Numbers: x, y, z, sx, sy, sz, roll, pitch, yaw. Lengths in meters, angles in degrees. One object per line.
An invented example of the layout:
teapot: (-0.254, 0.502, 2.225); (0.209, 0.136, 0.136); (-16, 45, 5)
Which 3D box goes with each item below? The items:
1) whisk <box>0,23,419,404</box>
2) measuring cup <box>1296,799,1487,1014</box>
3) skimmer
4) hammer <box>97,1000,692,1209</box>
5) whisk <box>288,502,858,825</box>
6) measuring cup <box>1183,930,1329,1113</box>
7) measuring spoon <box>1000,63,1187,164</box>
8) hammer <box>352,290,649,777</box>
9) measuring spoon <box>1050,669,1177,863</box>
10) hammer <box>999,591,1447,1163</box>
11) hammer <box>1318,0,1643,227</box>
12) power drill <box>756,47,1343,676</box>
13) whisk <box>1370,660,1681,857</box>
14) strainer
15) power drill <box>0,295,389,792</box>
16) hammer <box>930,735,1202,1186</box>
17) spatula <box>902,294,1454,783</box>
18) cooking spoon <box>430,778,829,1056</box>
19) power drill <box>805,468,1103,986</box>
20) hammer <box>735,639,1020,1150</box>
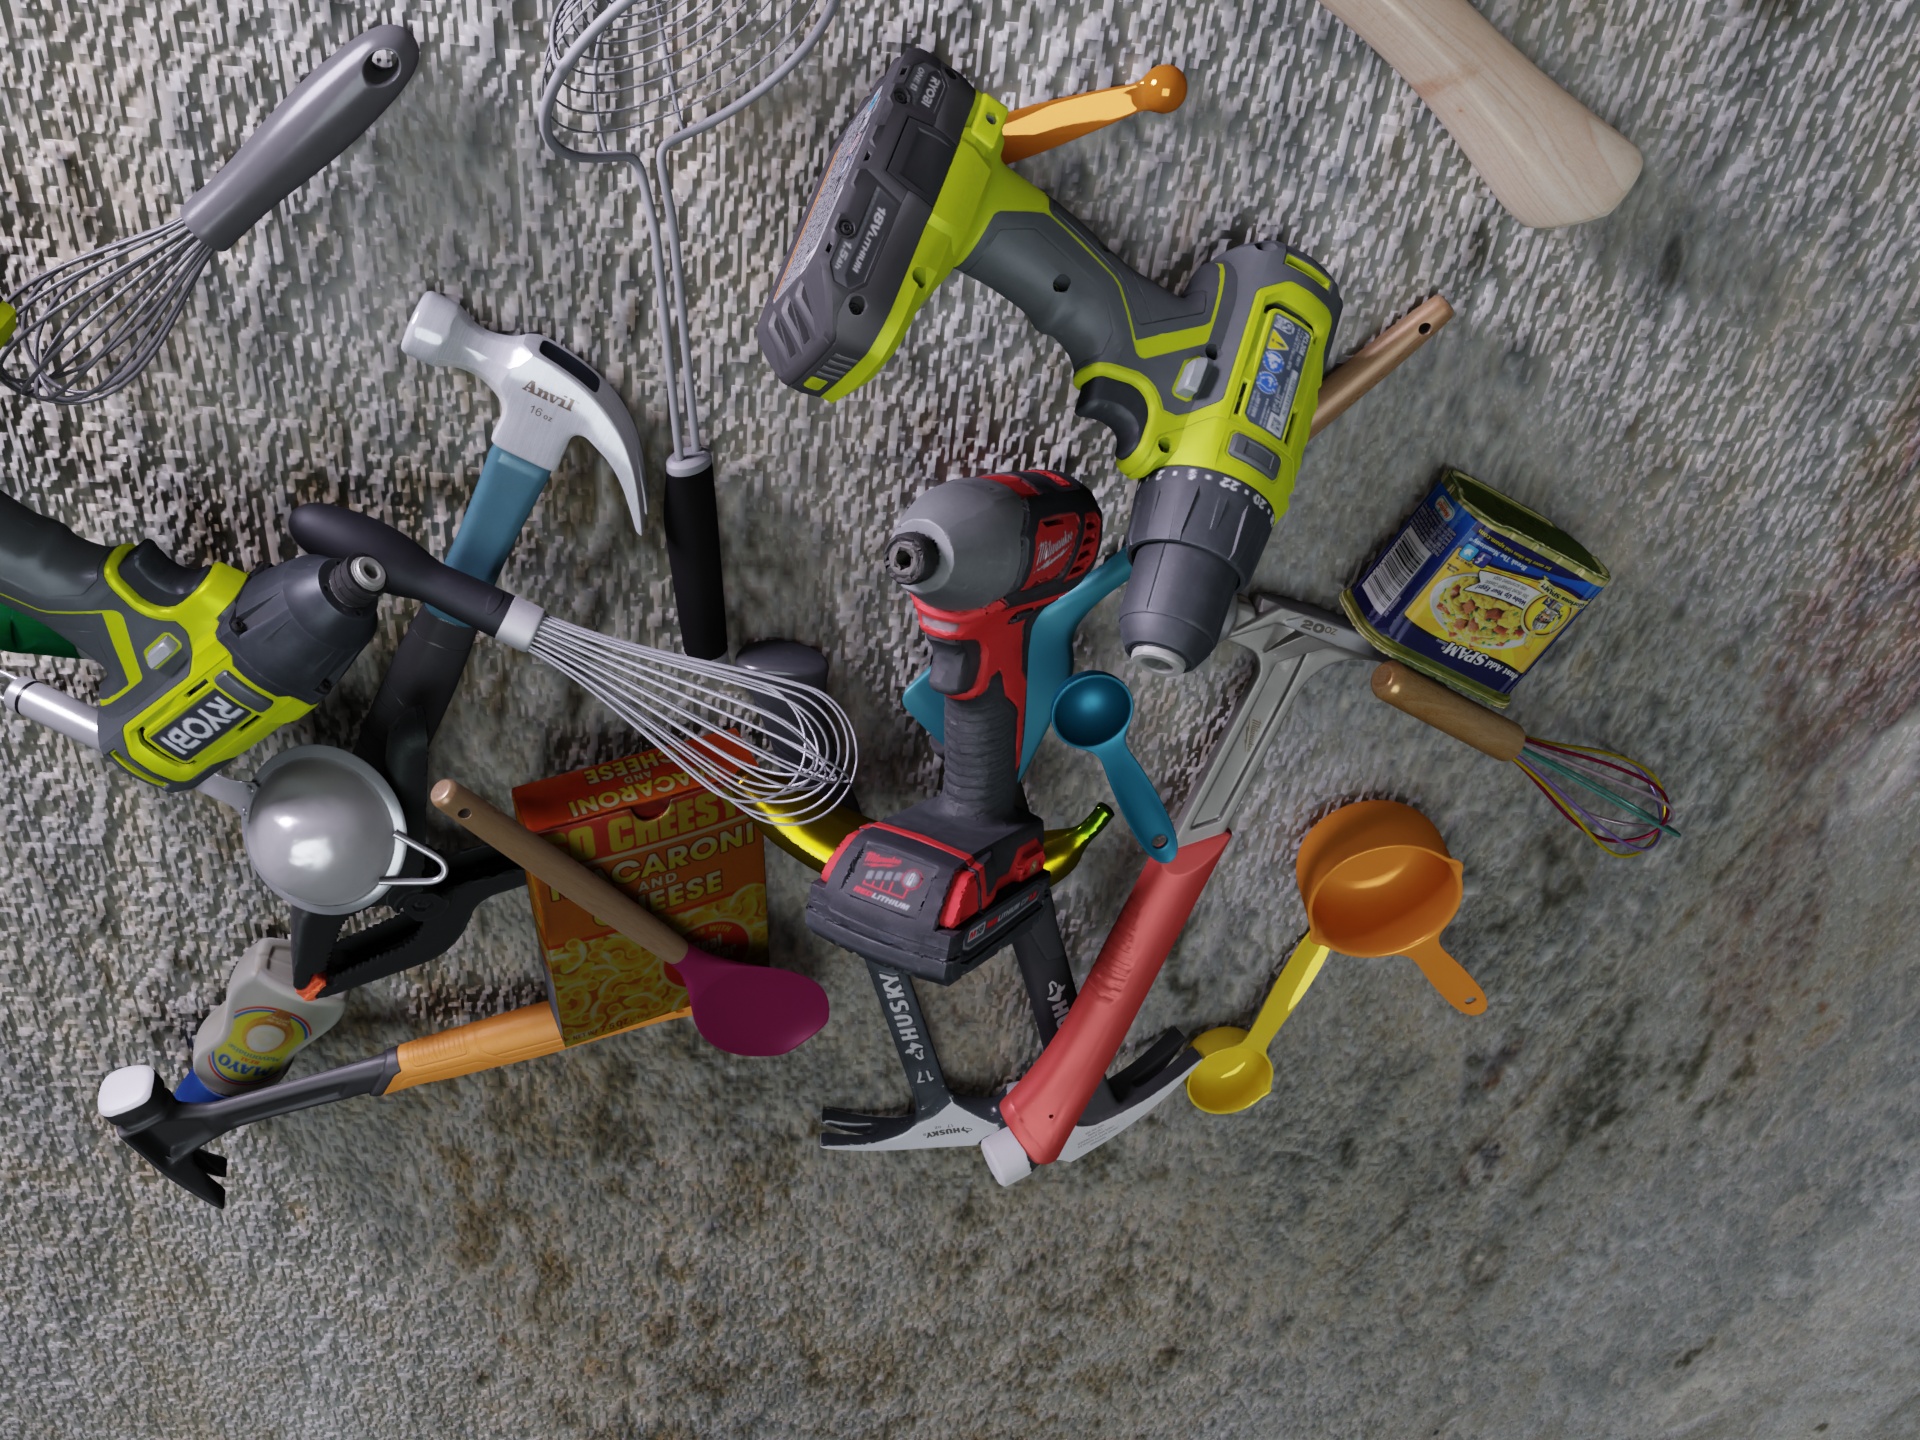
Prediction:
whisk: (-0.311, -0.205, 0.652); (0.239, 0.055, 0.055); (-34, 123, 15)
measuring cup: (0.262, 0.112, 0.934); (0.095, 0.052, 0.173); (-32, 125, 19)
skimmer: (-0.105, -0.151, 0.677); (0.127, 0.090, 0.363); (-30, 140, -32)
hammer: (-0.316, 0.207, 0.947); (0.337, 0.034, 0.127); (-15, 139, -3)
whisk: (-0.176, -0.032, 0.747); (0.284, 0.070, 0.070); (27, 121, -14)
measuring cup: (0.191, 0.182, 1.005); (0.062, 0.029, 0.156); (19, 112, -20)
measuring spoon: (0.038, -0.247, 0.663); (0.117, 0.011, 0.021); (-15, 127, 8)
hammer: (-0.257, -0.044, 0.785); (0.128, 0.033, 0.331); (23, 123, -19)
measuring spoon: (0.081, 0.023, 0.812); (0.042, 0.021, 0.128); (-28, 122, 3)
hammer: (0.121, 0.099, 0.877); (0.149, 0.037, 0.359); (18, 111, -16)
hammer: (0.116, -0.321, 0.598); (0.410, 0.038, 0.146); (26, 120, -23)
power drill: (0.041, -0.141, 0.642); (0.228, 0.191, 0.080); (26, 161, -20)
whisk: (0.305, 0.023, 0.847); (0.244, 0.051, 0.047); (23, 117, -30)
strainer: (-0.375, 0.030, 0.781); (0.258, 0.050, 0.087); (23, 103, 9)
power drill: (-0.366, -0.075, 0.665); (0.171, 0.080, 0.223); (-28, 126, 28)
hammer: (0.049, 0.123, 0.920); (0.146, 0.035, 0.334); (-24, 123, -13)
spatula: (0.108, -0.090, 0.770); (0.317, 0.044, 0.082); (-40, 116, 22)
cooking spoon: (-0.164, 0.111, 0.836); (0.069, 0.017, 0.318); (-36, 138, 5)
power drill: (-0.001, -0.002, 0.718); (0.078, 0.143, 0.219); (17, 109, 25)
hammer: (-0.056, 0.121, 0.928); (0.149, 0.036, 0.408); (-11, 127, 6)
